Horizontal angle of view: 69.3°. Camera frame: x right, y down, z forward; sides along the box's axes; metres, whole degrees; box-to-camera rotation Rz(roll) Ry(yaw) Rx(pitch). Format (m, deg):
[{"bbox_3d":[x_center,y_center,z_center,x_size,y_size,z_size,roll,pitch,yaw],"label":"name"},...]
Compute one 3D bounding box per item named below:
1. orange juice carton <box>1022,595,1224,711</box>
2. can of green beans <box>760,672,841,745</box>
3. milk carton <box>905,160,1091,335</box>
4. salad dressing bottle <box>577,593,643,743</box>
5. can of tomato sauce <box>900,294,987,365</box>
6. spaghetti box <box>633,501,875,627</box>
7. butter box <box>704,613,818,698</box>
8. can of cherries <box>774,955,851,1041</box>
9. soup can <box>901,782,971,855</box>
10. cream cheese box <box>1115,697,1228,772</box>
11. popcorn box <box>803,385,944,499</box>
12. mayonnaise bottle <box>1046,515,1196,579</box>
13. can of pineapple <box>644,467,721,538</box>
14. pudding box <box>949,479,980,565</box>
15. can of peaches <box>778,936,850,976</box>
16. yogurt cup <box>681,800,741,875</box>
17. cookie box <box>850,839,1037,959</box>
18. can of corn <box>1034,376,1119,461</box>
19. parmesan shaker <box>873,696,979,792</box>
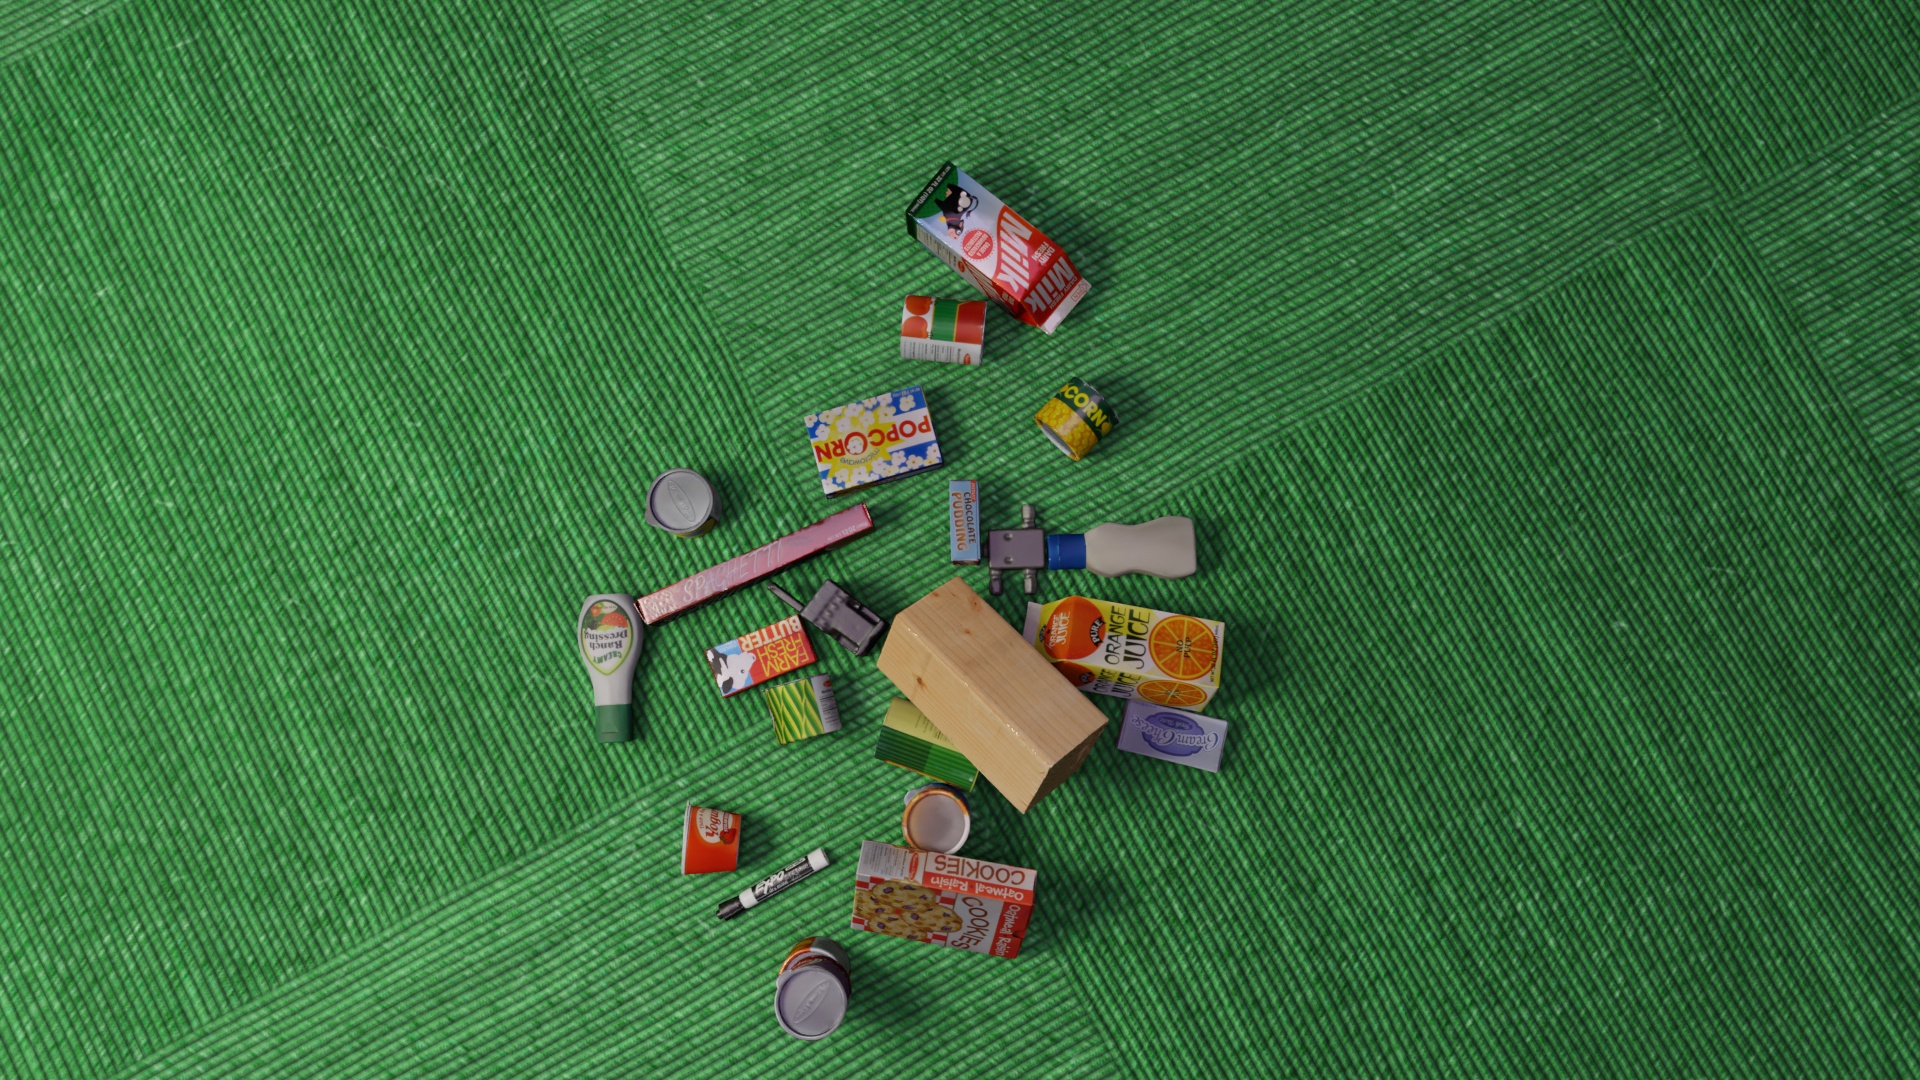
[{"bbox_3d":[0.156,0.108,1.370,0.193,0.072,0.072,10,63,1],"label":"orange juice carton"},{"bbox_3d":[-0.156,0.167,1.375,0.071,0.071,0.058,-15,85,-2],"label":"can of green beans"},{"bbox_3d":[0.039,-0.295,1.424,0.190,0.073,0.072,40,85,4],"label":"milk carton"},{"bbox_3d":[-0.348,0.128,1.390,0.064,0.044,0.147,-4,84,1],"label":"salad dressing bottle"},{"bbox_3d":[-0.016,-0.217,1.420,0.083,0.071,0.071,6,84,1],"label":"can of tomato sauce"},{"bbox_3d":[-0.205,0.025,1.399,0.250,0.050,0.029,-24,84,-3],"label":"spaghetti box"},{"bbox_3d":[-0.200,0.116,1.401,0.103,0.024,0.053,-21,84,-3],"label":"butter box"},{"bbox_3d":[-0.137,0.422,1.291,0.071,0.058,0.071,0,84,1],"label":"can of cherries"},{"bbox_3d":[-0.025,0.271,1.355,0.071,0.083,0.071,0,84,0],"label":"soup can"},{"bbox_3d":[0.212,0.195,1.394,0.104,0.024,0.053,14,84,1],"label":"cream cheese box"},{"bbox_3d":[-0.088,-0.100,1.419,0.127,0.038,0.085,-16,84,-2],"label":"popcorn box"},{"bbox_3d":[0.162,0.009,1.408,0.148,0.041,0.065,-2,82,1],"label":"mayonnaise bottle"},{"bbox_3d":[-0.280,-0.037,1.401,0.071,0.058,0.071,0,84,0],"label":"can of pineapple"},{"bbox_3d":[0.005,-0.018,1.405,0.030,0.049,0.084,-2,84,1],"label":"pudding box"},{"bbox_3d":[-0.143,0.426,1.350,0.071,0.058,0.071,0,84,-1],"label":"can of peaches"},{"bbox_3d":[-0.244,0.295,1.362,0.054,0.072,0.072,5,84,-8],"label":"yogurt cup"},{"bbox_3d":[-0.018,0.345,1.328,0.167,0.122,0.040,10,50,1],"label":"cookie box"},{"bbox_3d":[0.117,-0.123,1.407,0.071,0.071,0.058,45,86,4],"label":"can of corn"},{"bbox_3d":[-0.027,0.199,1.374,0.103,0.071,0.071,19,84,3],"label":"parmesan shaker"}]
